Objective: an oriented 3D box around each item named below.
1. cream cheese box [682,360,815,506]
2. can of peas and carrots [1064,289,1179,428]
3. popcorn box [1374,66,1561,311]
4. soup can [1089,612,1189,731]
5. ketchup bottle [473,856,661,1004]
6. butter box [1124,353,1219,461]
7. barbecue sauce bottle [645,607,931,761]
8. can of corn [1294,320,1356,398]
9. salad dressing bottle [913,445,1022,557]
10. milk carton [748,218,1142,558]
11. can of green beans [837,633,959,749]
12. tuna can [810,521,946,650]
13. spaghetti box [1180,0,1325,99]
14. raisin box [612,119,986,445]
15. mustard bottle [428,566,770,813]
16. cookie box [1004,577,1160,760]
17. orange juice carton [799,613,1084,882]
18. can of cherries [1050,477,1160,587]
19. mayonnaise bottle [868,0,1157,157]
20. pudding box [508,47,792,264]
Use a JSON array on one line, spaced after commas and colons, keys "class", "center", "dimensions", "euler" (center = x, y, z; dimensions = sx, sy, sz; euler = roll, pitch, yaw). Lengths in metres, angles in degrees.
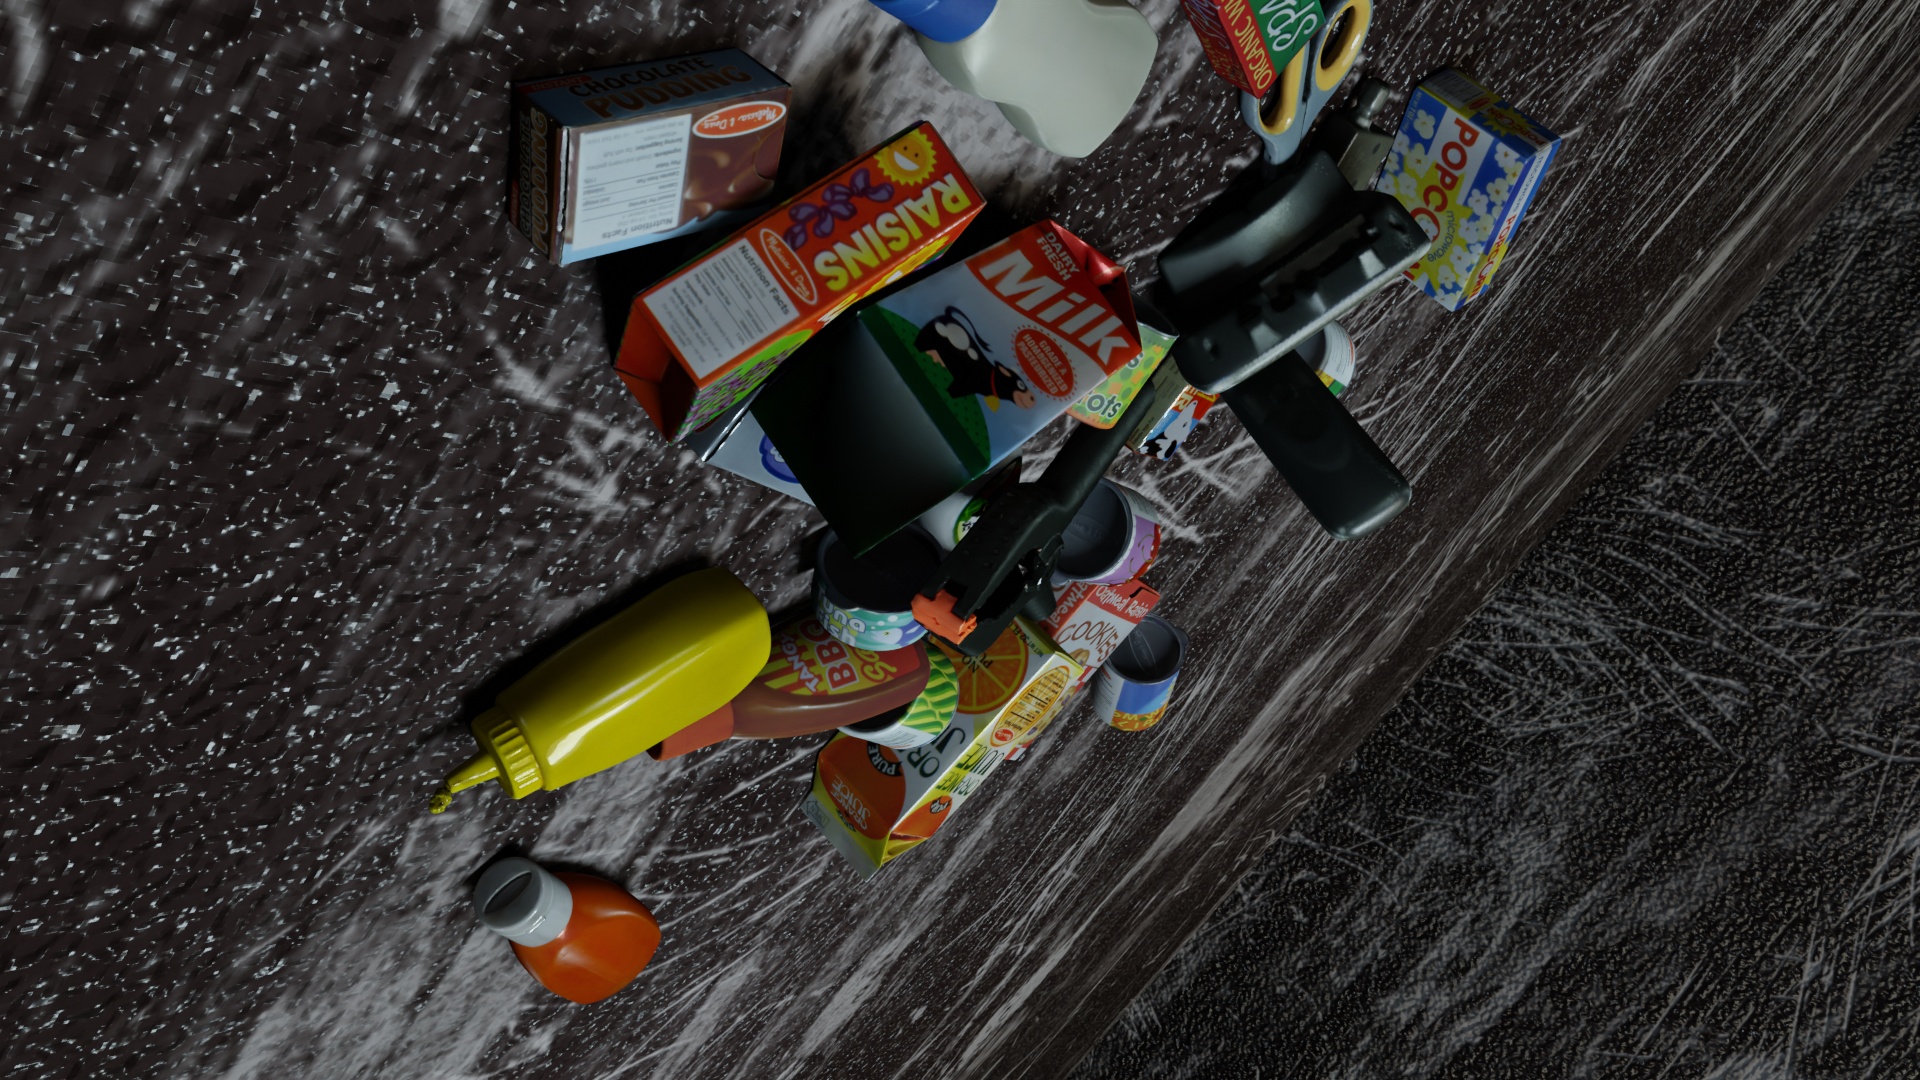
[{"class": "cream cheese box", "center": [-0.071, -0.048, 0.594], "dimensions": [0.053, 0.024, 0.104], "euler": [-49, 155, 8]}, {"class": "can of peas and carrots", "center": [0.065, -0.096, 0.685], "dimensions": [0.071, 0.071, 0.058], "euler": [-2, 131, -57]}, {"class": "popcorn box", "center": [0.308, -0.217, 0.868], "dimensions": [0.038, 0.085, 0.126], "euler": [-33, 153, -25]}, {"class": "soup can", "center": [0.144, 0.106, 1.119], "dimensions": [0.071, 0.071, 0.083], "euler": [-35, 154, -23]}, {"class": "ketchup bottle", "center": [-0.209, 0.205, 0.736], "dimensions": [0.065, 0.043, 0.148], "euler": [-41, 155, -14]}, {"class": "butter box", "center": [0.141, -0.097, 0.859], "dimensions": [0.103, 0.024, 0.053], "euler": [-54, 154, 15]}, {"class": "barbecue sauce bottle", "center": [-0.091, 0.072, 0.706], "dimensions": [0.149, 0.065, 0.043], "euler": [-16, 151, -34]}, {"class": "can of corn", "center": [0.212, -0.119, 0.892], "dimensions": [0.071, 0.071, 0.058], "euler": [-53, 154, 15]}, {"class": "salad dressing bottle", "center": [0.003, -0.009, 0.747], "dimensions": [0.064, 0.044, 0.147], "euler": [-44, 157, -26]}, {"class": "milk carton", "center": [0.009, -0.073, 0.573], "dimensions": [0.072, 0.073, 0.191], "euler": [-33, -176, 39]}, {"class": "can of green beans", "center": [-0.041, 0.083, 0.792], "dimensions": [0.071, 0.071, 0.057], "euler": [-48, 155, 3]}, {"class": "tuna can", "center": [-0.043, 0.022, 0.695], "dimensions": [0.071, 0.071, 0.032], "euler": [-29, 151, -33]}, {"class": "spaghetti box", "center": [0.098, -0.254, 0.547], "dimensions": [0.050, 0.029, 0.250], "euler": [-49, 155, 8]}, {"class": "raisin box", "center": [-0.059, -0.090, 0.493], "dimensions": [0.124, 0.040, 0.086], "euler": [-37, -177, -20]}, {"class": "mustard bottle", "center": [-0.159, 0.069, 0.605], "dimensions": [0.161, 0.049, 0.065], "euler": [-30, 151, -30]}, {"class": "cookie box", "center": [0.060, 0.081, 0.981], "dimensions": [0.167, 0.040, 0.123], "euler": [-49, 155, 7]}, {"class": "orange juice carton", "center": [-0.018, 0.124, 0.886], "dimensions": [0.192, 0.072, 0.073], "euler": [-47, 155, 2]}, {"class": "can of cherries", "center": [0.083, -0.003, 0.858], "dimensions": [0.071, 0.071, 0.058], "euler": [-52, 156, 12]}, {"class": "mayonnaise bottle", "center": [0.018, -0.188, 0.506], "dimensions": [0.148, 0.041, 0.064], "euler": [3, 125, -58]}, {"class": "pudding box", "center": [-0.097, -0.121, 0.436], "dimensions": [0.084, 0.030, 0.049], "euler": [-26, 147, -38]}]
